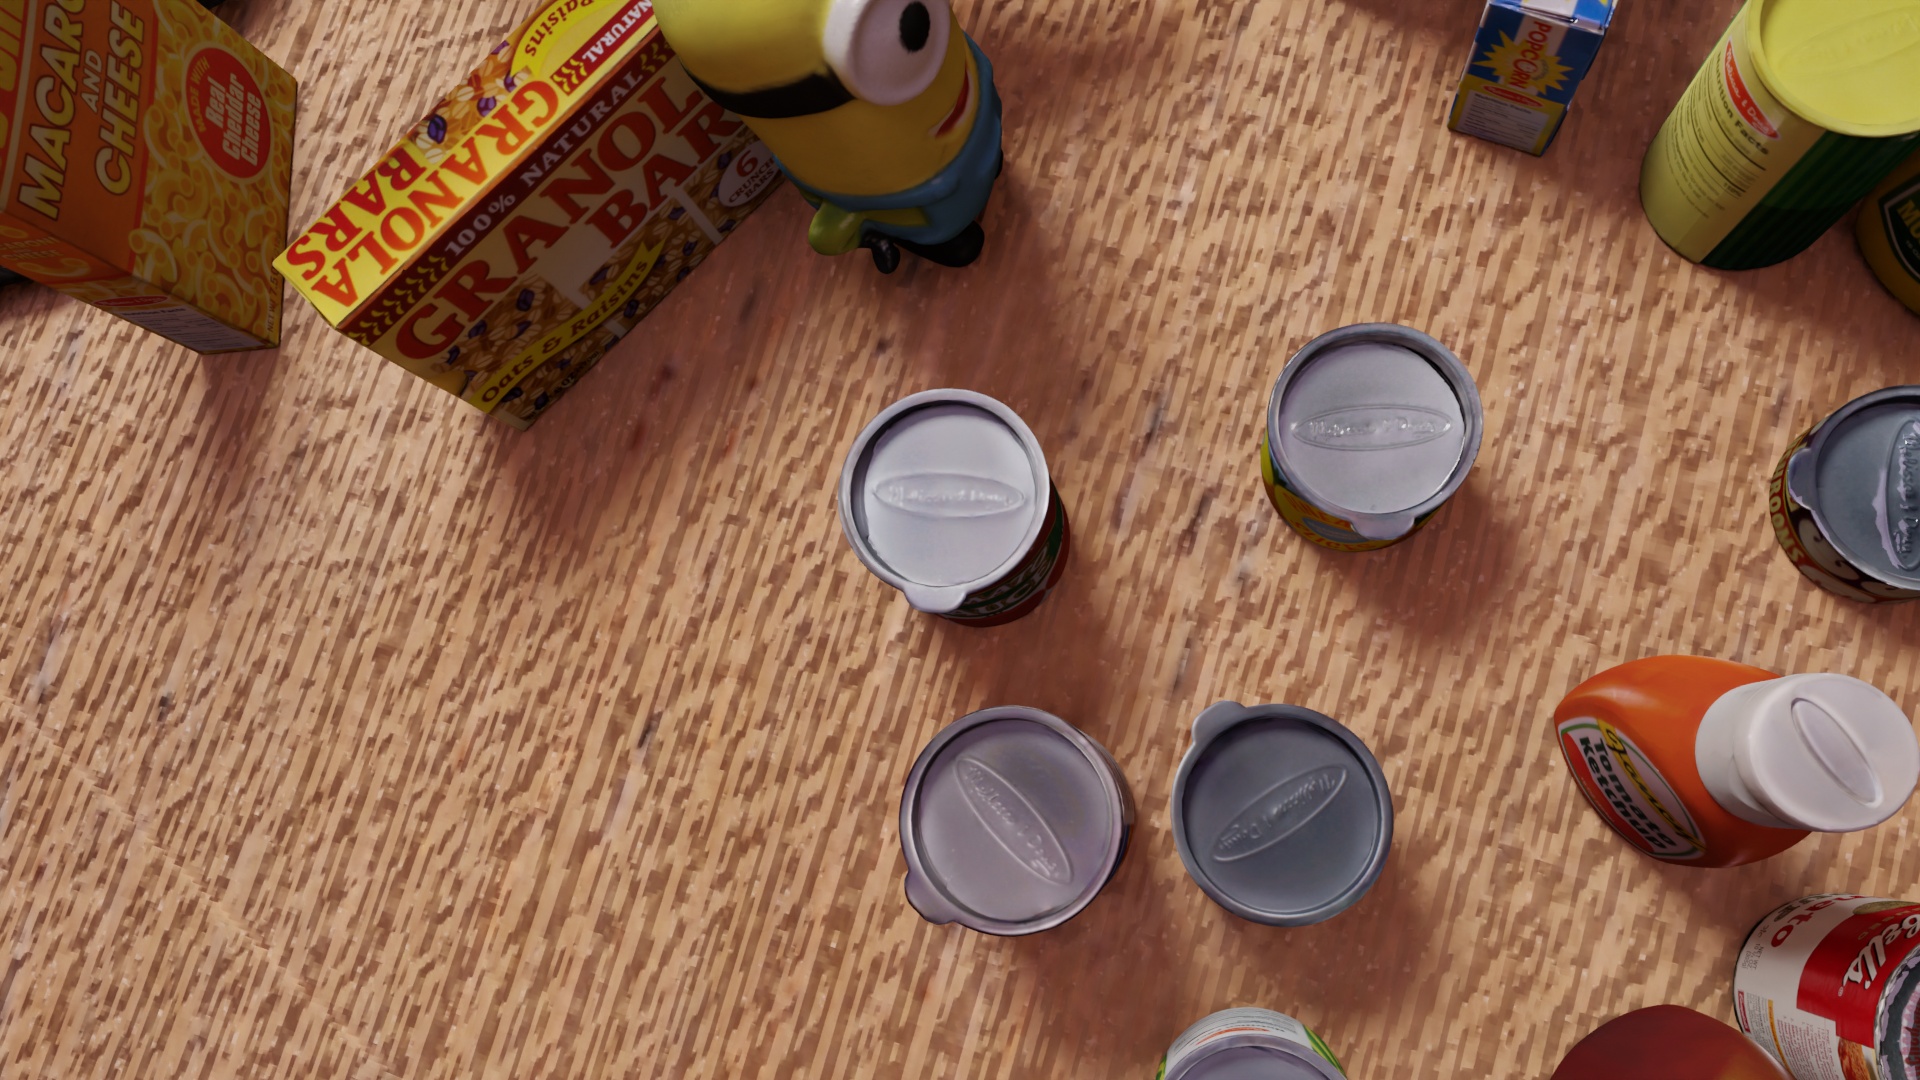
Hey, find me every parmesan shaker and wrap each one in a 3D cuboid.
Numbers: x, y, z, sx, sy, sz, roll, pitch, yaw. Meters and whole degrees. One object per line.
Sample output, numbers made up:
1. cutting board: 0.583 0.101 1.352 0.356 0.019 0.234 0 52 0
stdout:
1. parmesan shaker: 0.264 -0.137 0.439 0.071 0.103 0.071 -2 79 9

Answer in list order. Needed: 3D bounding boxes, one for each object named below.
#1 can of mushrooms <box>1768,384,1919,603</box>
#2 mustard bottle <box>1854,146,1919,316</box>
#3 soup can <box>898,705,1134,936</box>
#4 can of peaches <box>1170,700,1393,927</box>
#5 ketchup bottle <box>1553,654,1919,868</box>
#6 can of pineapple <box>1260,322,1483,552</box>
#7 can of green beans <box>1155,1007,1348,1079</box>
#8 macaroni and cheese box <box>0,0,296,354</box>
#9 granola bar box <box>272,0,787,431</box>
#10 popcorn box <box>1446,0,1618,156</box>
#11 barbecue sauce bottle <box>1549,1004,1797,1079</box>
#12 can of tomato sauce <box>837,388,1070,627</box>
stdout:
1. can of mushrooms: 0.297 -0.014 0.445 0.071 0.033 0.071 -2 79 9
2. mustard bottle: 0.318 -0.111 0.395 0.049 0.160 0.065 -35 76 2
3. soup can: 0.019 0.090 0.445 0.071 0.083 0.071 -2 79 9
4. can of peaches: 0.100 0.085 0.446 0.071 0.058 0.071 -2 79 9
5. ketchup bottle: 0.211 0.060 0.385 0.043 0.148 0.065 -32 76 3
6. can of pineapple: 0.134 -0.031 0.463 0.071 0.058 0.071 -2 79 9
7. can of green beans: 0.091 0.182 0.428 0.071 0.057 0.071 -2 79 9
8. macaroni and cheese box: -0.314 -0.153 0.507 0.040 0.166 0.124 -4 79 9
9. granola bar box: -0.136 -0.121 0.492 0.165 0.124 0.039 -44 76 -1
10. popcorn box: 0.209 -0.209 0.472 0.038 0.085 0.127 20 83 13
11. barbecue sauce bottle: 0.199 0.161 0.367 0.065 0.148 0.044 -40 76 1
12. can of tomato sauce: 0.002 -0.006 0.467 0.071 0.083 0.071 -2 79 9
